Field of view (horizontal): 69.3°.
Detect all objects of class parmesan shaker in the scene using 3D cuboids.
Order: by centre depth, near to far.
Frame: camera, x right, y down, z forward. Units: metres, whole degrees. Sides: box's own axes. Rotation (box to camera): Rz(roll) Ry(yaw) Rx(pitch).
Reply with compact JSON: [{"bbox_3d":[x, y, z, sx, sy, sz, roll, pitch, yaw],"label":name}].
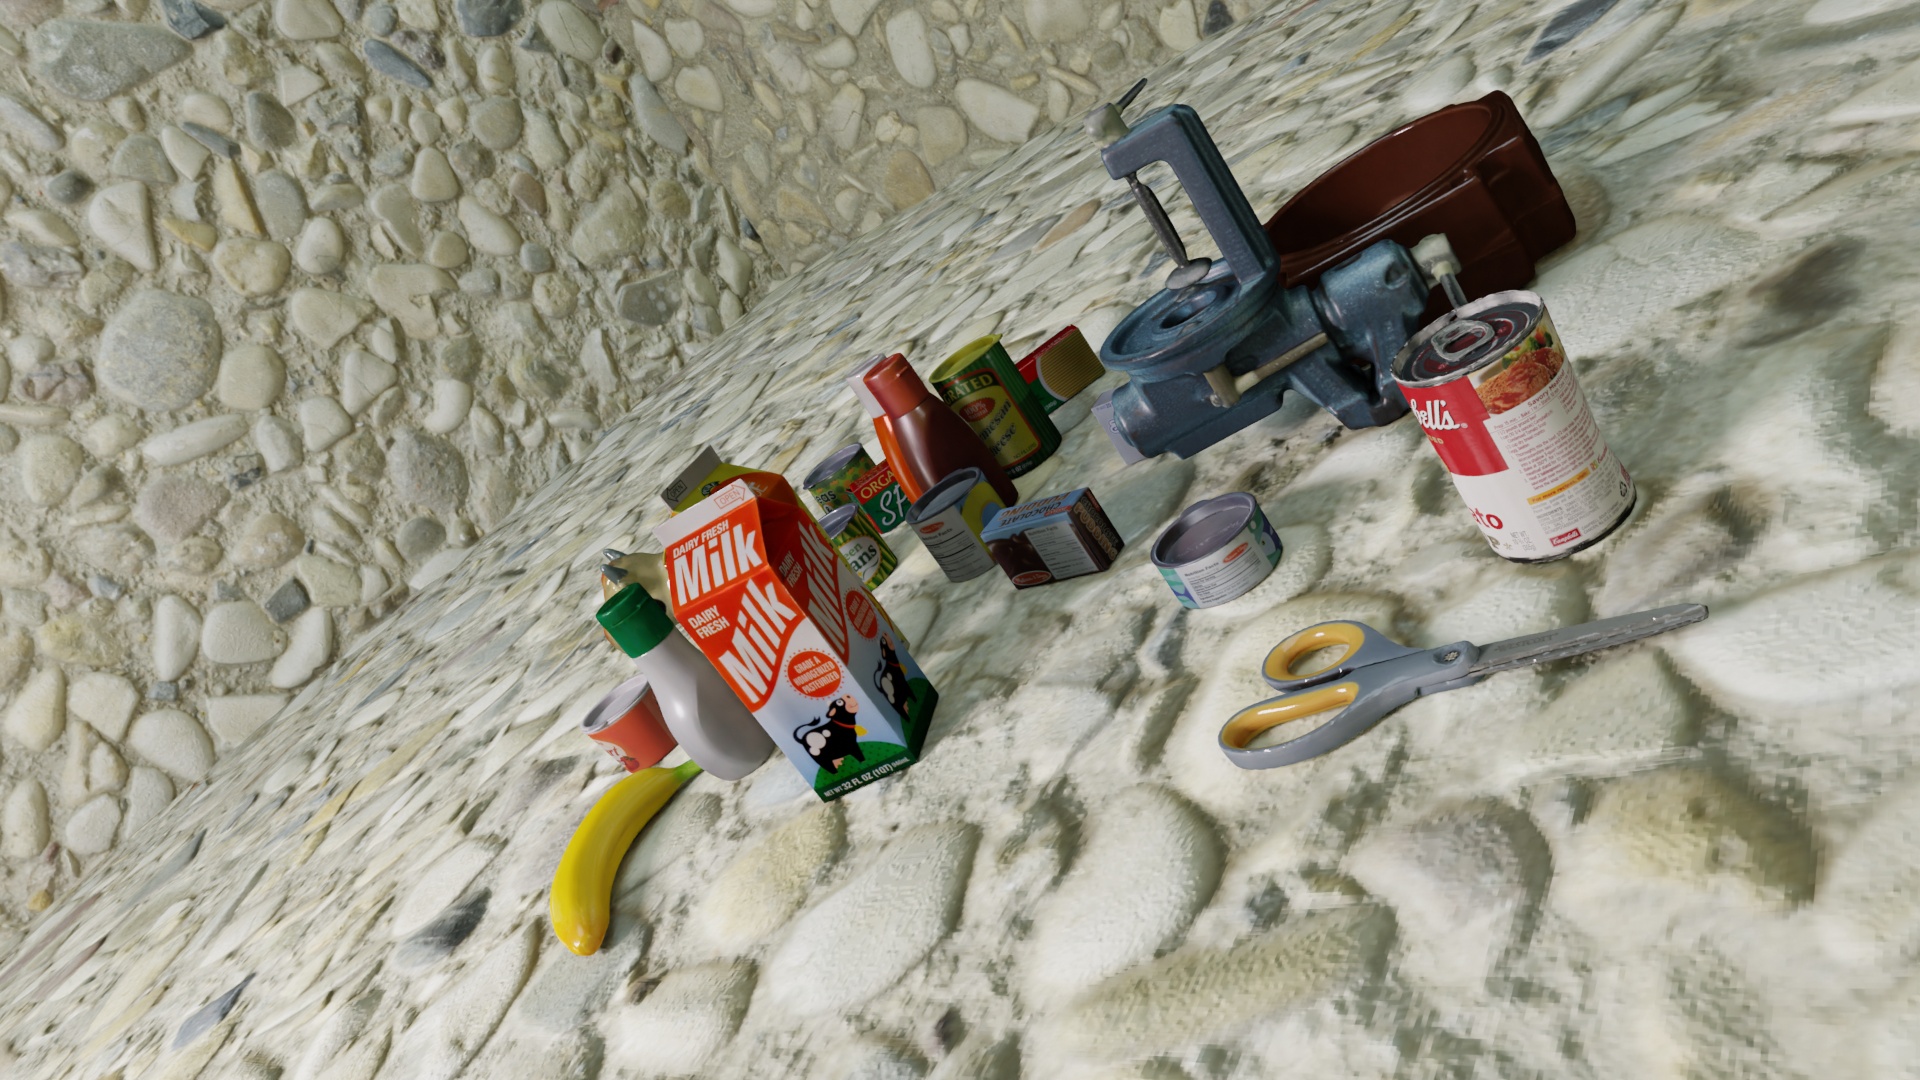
[{"bbox_3d":[0.032,-0.109,1.134,0.071,0.103,0.071,-32,18,12],"label":"parmesan shaker"}]

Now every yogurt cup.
[{"bbox_3d":[-0.252,0.144,1.082,0.072,0.054,0.072,-31,18,12],"label":"yogurt cup"}]

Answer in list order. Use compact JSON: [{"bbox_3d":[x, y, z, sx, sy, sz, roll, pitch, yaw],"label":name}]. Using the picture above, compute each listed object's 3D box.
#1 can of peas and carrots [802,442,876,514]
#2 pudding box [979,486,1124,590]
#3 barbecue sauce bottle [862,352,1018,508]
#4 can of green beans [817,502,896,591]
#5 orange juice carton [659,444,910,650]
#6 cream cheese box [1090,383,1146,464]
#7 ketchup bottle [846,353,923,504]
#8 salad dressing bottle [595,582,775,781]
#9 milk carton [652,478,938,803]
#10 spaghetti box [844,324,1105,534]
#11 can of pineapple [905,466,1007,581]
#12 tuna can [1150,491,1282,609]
[{"bbox_3d":[-0.104,-0.047,1.292,0.071,0.058,0.071,-31,18,12],"label":"can of peas and carrots"},{"bbox_3d":[0.058,-0.001,0.901,0.083,0.049,0.030,-15,27,46],"label":"pudding box"},{"bbox_3d":[-0.018,-0.073,1.059,0.043,0.148,0.065,-11,30,53],"label":"barbecue sauce bottle"},{"bbox_3d":[-0.094,0.012,1.126,0.071,0.057,0.071,-31,18,12],"label":"can of green beans"},{"bbox_3d":[-0.125,0.028,0.922,0.073,0.192,0.072,-24,21,33],"label":"orange juice carton"},{"bbox_3d":[0.148,-0.092,0.966,0.103,0.053,0.024,-19,24,41],"label":"cream cheese box"},{"bbox_3d":[-0.034,-0.078,1.100,0.065,0.148,0.043,-40,18,-15],"label":"ketchup bottle"},{"bbox_3d":[-0.185,0.095,0.934,0.044,0.147,0.064,-22,22,35],"label":"salad dressing bottle"},{"bbox_3d":[-0.098,0.053,0.815,0.072,0.190,0.074,-28,19,22],"label":"milk carton"},{"bbox_3d":[0.014,-0.097,1.221,0.250,0.050,0.029,-36,18,-4],"label":"spaghetti box"},{"bbox_3d":[0.004,-0.013,1.015,0.071,0.057,0.071,-31,18,12],"label":"can of pineapple"},{"bbox_3d":[0.141,0.005,0.768,0.071,0.032,0.071,-31,18,12],"label":"tuna can"}]
